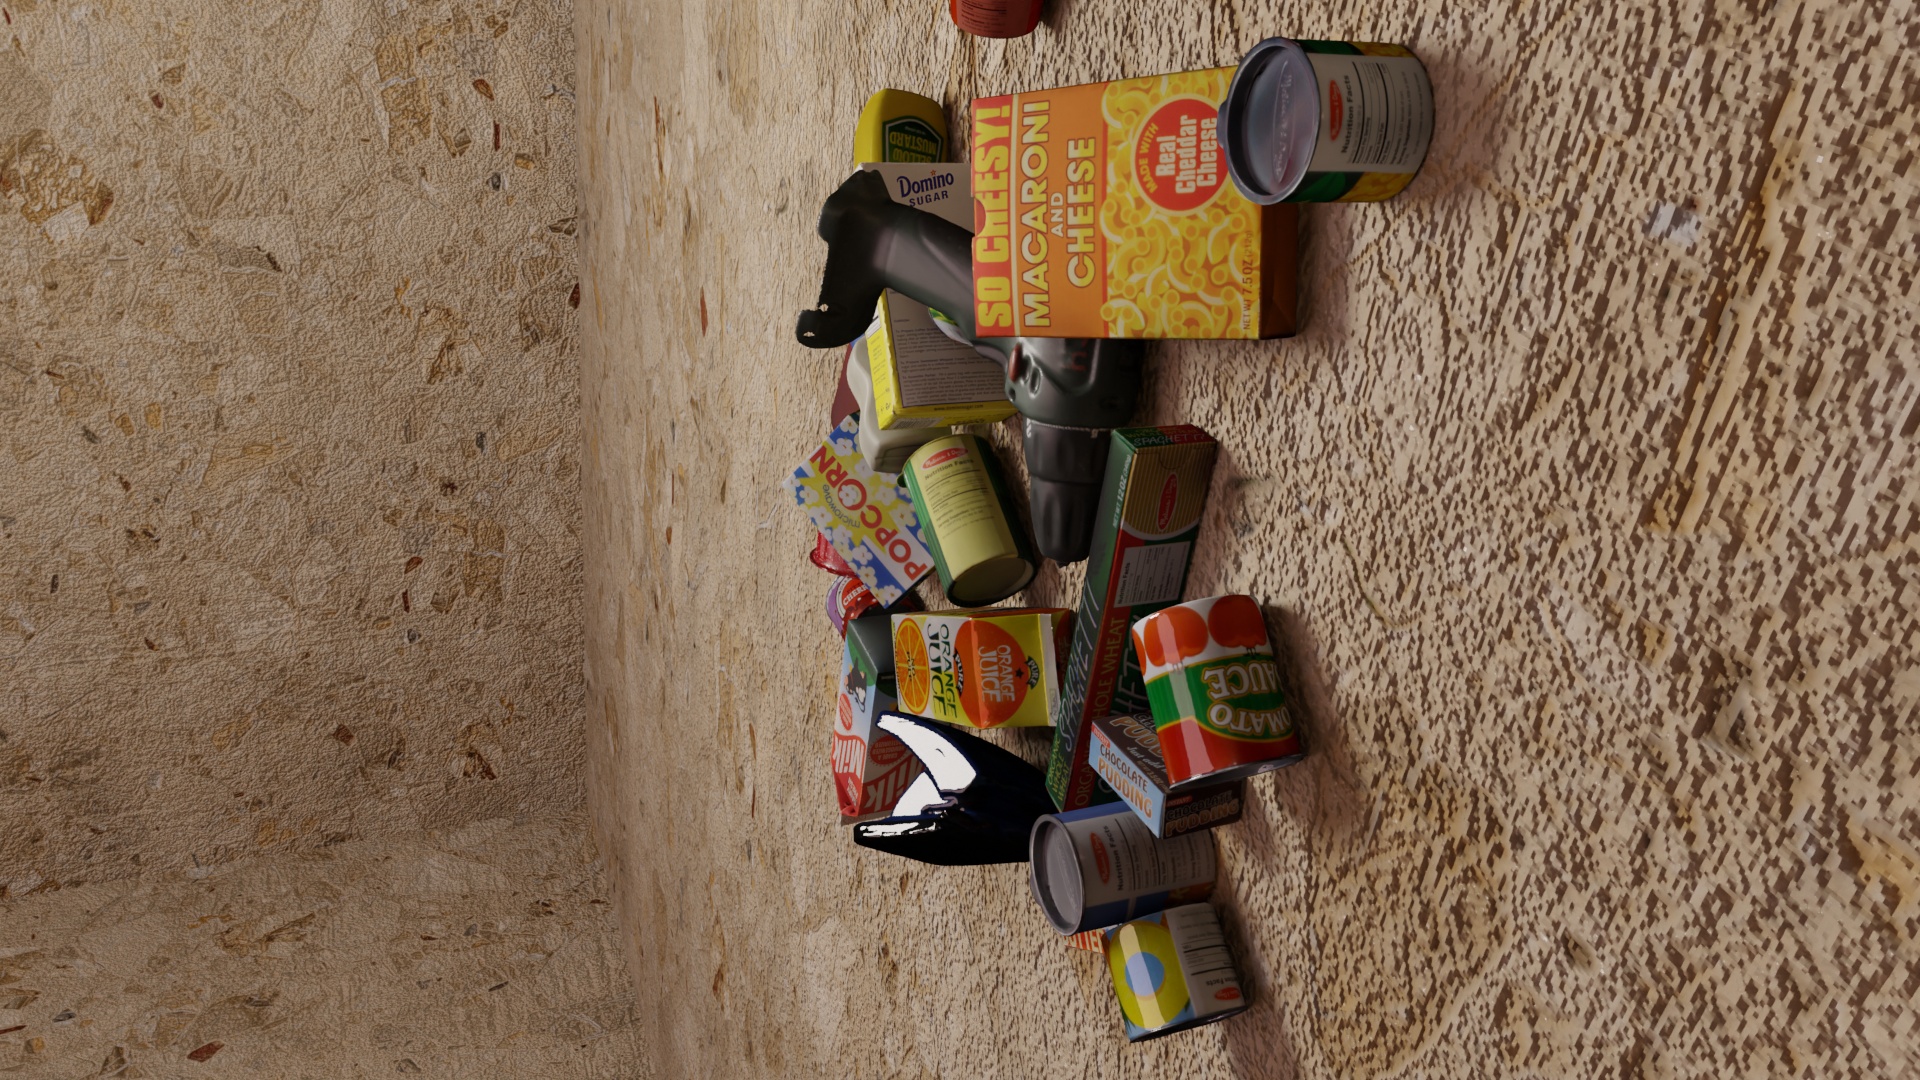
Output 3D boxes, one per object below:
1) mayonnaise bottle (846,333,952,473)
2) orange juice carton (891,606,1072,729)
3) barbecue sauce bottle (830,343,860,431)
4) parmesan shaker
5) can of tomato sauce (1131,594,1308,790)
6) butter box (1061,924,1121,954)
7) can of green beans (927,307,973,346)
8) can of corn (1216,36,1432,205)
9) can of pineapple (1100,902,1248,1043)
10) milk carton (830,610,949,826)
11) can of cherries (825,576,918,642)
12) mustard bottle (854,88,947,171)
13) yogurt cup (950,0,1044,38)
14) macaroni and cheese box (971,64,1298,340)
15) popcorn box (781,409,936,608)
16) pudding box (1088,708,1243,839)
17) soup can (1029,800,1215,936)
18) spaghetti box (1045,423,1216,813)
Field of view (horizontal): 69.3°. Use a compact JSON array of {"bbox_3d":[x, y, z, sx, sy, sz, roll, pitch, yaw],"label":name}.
[{"bbox_3d":[-0.052,-0.115,1.012,0.041,0.065,0.149,107,152,-48],"label":"mayonnaise bottle"},{"bbox_3d":[0.021,0.082,0.931,0.192,0.073,0.072,175,91,-67],"label":"orange juice carton"},{"bbox_3d":[-0.071,-0.143,1.138,0.147,0.044,0.065,110,146,-45],"label":"barbecue sauce bottle"},{"bbox_3d":[0.003,-0.012,0.954,0.071,0.071,0.103,115,142,-51],"label":"parmesan shaker"},{"bbox_3d":[0.127,0.075,0.686,0.071,0.071,0.083,134,127,-61],"label":"can of tomato sauce"},{"bbox_3d":[0.091,0.228,0.862,0.103,0.024,0.053,155,107,-66],"label":"butter box"},{"bbox_3d":[0.019,-0.155,0.887,0.058,0.071,0.071,-147,54,-61],"label":"can of green beans"},{"bbox_3d":[0.150,-0.174,0.579,0.071,0.058,0.071,175,89,-67],"label":"can of corn"},{"bbox_3d":[0.113,0.235,0.753,0.070,0.071,0.058,122,138,-56],"label":"can of pineapple"},{"bbox_3d":[-0.058,0.157,1.138,0.074,0.072,0.189,-126,37,-49],"label":"milk carton"},{"bbox_3d":[-0.074,0.060,1.157,0.058,0.071,0.071,-128,39,-52],"label":"can of cherries"},{"bbox_3d":[-0.044,-0.240,0.996,0.048,0.065,0.160,163,111,-63],"label":"mustard bottle"},{"bbox_3d":[0.023,-0.340,0.840,0.053,0.072,0.073,95,156,-44],"label":"yogurt cup"},{"bbox_3d":[0.081,-0.161,0.680,0.166,0.040,0.123,7,102,38],"label":"macaroni and cheese box"},{"bbox_3d":[-0.061,-0.024,1.032,0.085,0.038,0.127,-43,85,28],"label":"popcorn box"},{"bbox_3d":[0.111,0.125,0.757,0.084,0.050,0.030,-136,43,-58],"label":"pudding box"},{"bbox_3d":[0.089,0.180,0.778,0.071,0.084,0.071,175,89,-68],"label":"soup can"},{"bbox_3d":[0.092,0.051,0.784,0.029,0.050,0.248,-125,36,-52],"label":"spaghetti box"}]
